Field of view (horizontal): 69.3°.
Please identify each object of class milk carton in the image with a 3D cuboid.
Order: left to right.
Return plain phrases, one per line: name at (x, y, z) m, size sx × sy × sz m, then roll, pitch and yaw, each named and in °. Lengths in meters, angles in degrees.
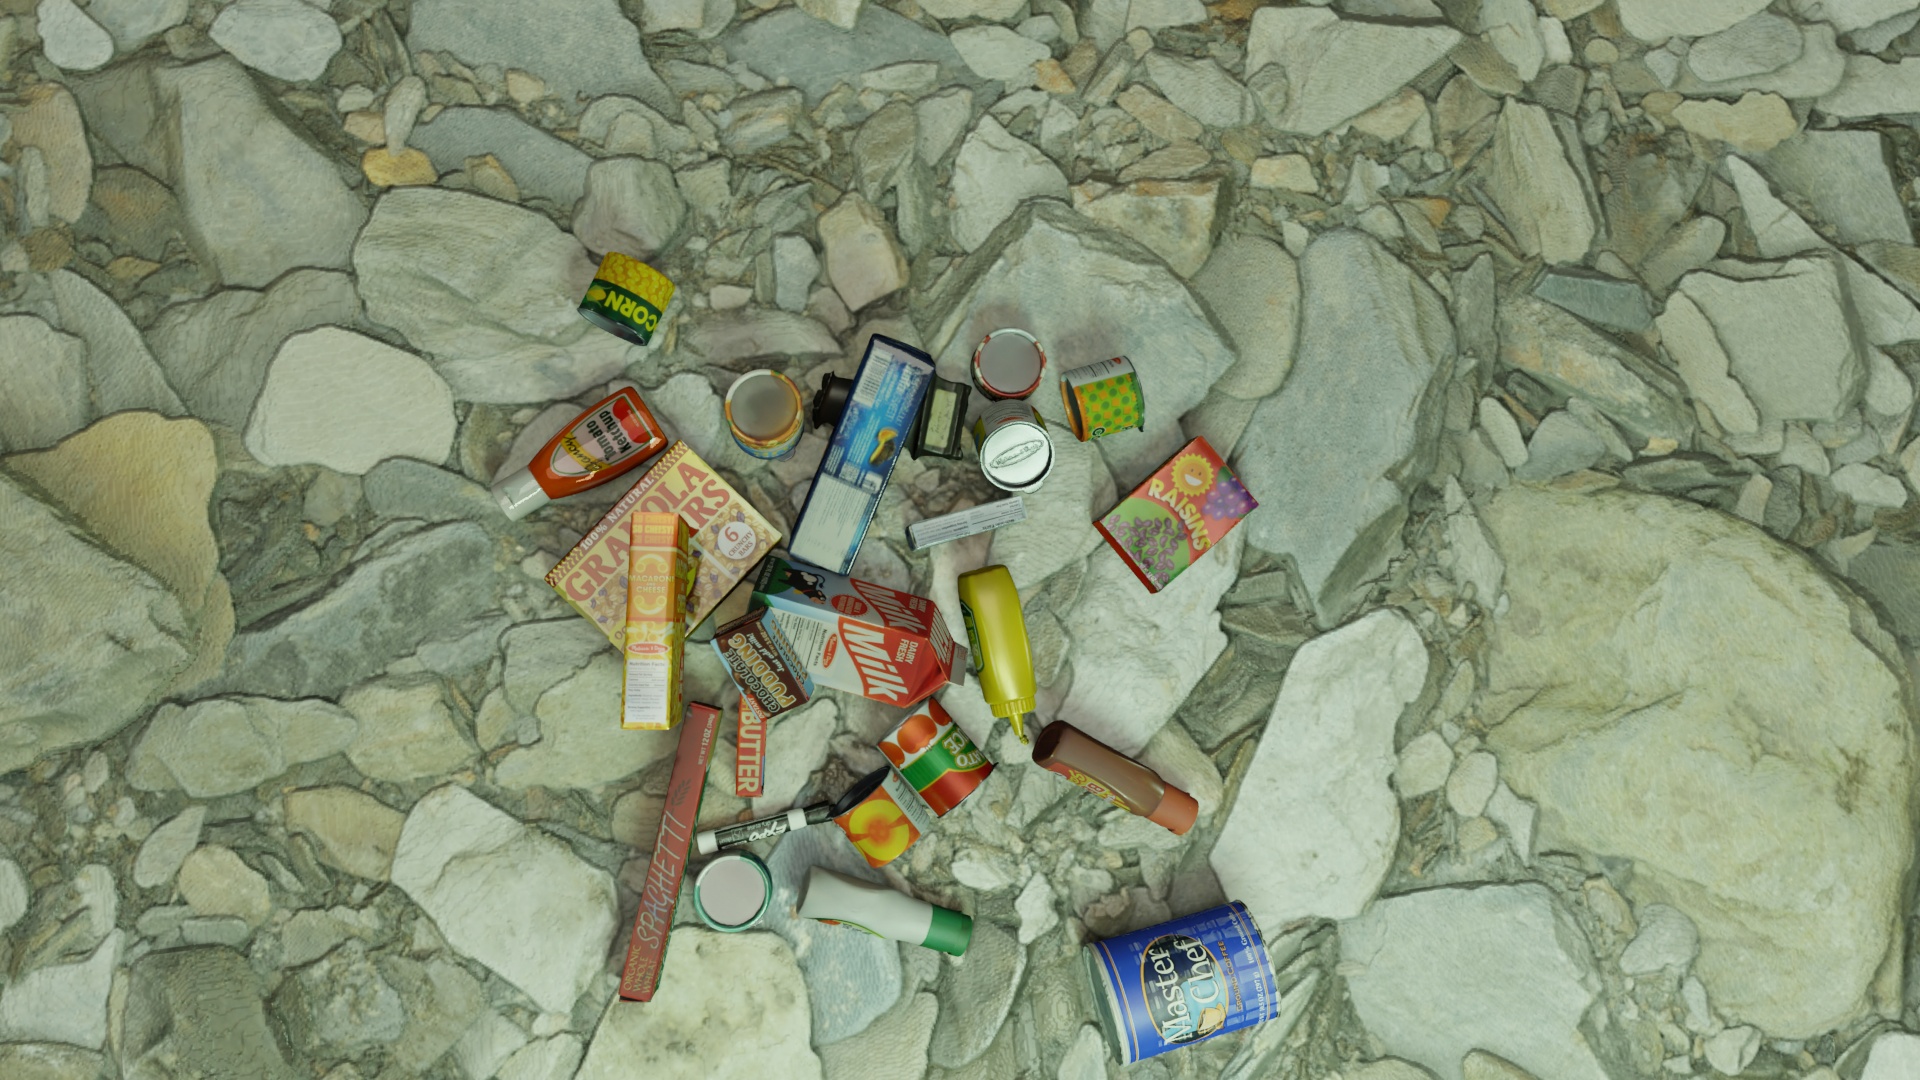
milk carton at (-0.086, 0.082, 1.183) m, size 0.191 × 0.072 × 0.073 m, roll 16°, pitch 114°, yaw -3°

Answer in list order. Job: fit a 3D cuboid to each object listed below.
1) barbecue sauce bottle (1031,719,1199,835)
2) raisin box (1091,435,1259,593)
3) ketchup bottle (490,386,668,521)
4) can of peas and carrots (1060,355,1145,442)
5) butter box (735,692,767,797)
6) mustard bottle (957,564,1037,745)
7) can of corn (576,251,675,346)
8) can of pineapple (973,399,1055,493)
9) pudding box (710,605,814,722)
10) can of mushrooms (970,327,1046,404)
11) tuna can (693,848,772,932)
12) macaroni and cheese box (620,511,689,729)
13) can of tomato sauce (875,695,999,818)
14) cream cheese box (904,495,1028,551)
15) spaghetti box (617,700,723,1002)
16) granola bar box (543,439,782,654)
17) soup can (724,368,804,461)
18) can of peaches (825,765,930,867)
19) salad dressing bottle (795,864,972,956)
barbecue sauce bottle at (0.138, 0.208, 1.213) m, size 0.148 × 0.064 × 0.044 m, roll 29°, pitch 75°, yaw -11°
raisin box at (0.194, -0.023, 1.250) m, size 0.123 × 0.040 × 0.086 m, roll -40°, pitch 89°, yaw -7°
ketchup bottle at (-0.331, -0.070, 1.199) m, size 0.149 × 0.043 × 0.064 m, roll -33°, pitch 89°, yaw -7°
can of peas and carrots at (0.127, -0.124, 1.240) m, size 0.059 × 0.071 × 0.071 m, roll -15°, pitch 87°, yaw -6°
butter box at (-0.178, 0.165, 1.187) m, size 0.024 × 0.053 × 0.103 m, roll 3°, pitch 85°, yaw -7°
mustard bottle at (0.036, 0.102, 1.211) m, size 0.049 × 0.065 × 0.160 m, roll -13°, pitch 90°, yaw -11°
can of corn at (-0.288, -0.209, 1.203) m, size 0.071 × 0.071 × 0.058 m, roll 25°, pitch 82°, yaw -3°
can of pineapple at (0.047, -0.083, 1.220) m, size 0.071 × 0.058 × 0.070 m, roll -2°, pitch 116°, yaw -5°
pudding box at (-0.162, 0.101, 1.136) m, size 0.049 × 0.030 × 0.083 m, roll -23°, pitch 106°, yaw 14°
can of mushrooms at (0.043, -0.155, 1.250) m, size 0.071 × 0.033 × 0.071 m, roll 1°, pitch 84°, yaw -6°
tuna can at (-0.192, 0.300, 1.183) m, size 0.071 × 0.033 × 0.071 m, roll 1°, pitch 84°, yaw -5°
macaroni and cheese box at (-0.244, 0.064, 1.114) m, size 0.040 × 0.123 × 0.166 m, roll 2°, pitch 85°, yaw -7°
can of tomato sauce at (-0.021, 0.184, 1.194) m, size 0.071 × 0.071 × 0.083 m, roll -41°, pitch 89°, yaw -8°
cream cheese box at (0.004, -0.015, 1.223) m, size 0.104 × 0.053 × 0.024 m, roll -15°, pitch 89°, yaw -7°
spaghetti box at (-0.243, 0.261, 1.173) m, size 0.029 × 0.050 × 0.250 m, roll 13°, pitch 84°, yaw -3°
granola bar box at (-0.254, 0.015, 1.201) m, size 0.124 × 0.039 × 0.166 m, roll 43°, pitch 82°, yaw -2°
soup can at (-0.167, -0.106, 1.199) m, size 0.071 × 0.083 × 0.071 m, roll 1°, pitch 85°, yaw -6°
can of peaches at (-0.070, 0.237, 1.183) m, size 0.071 × 0.071 × 0.058 m, roll -40°, pitch 97°, yaw -8°
salad dressing bottle at (-0.064, 0.317, 1.183) m, size 0.148 × 0.064 × 0.044 m, roll 19°, pitch 74°, yaw -11°
